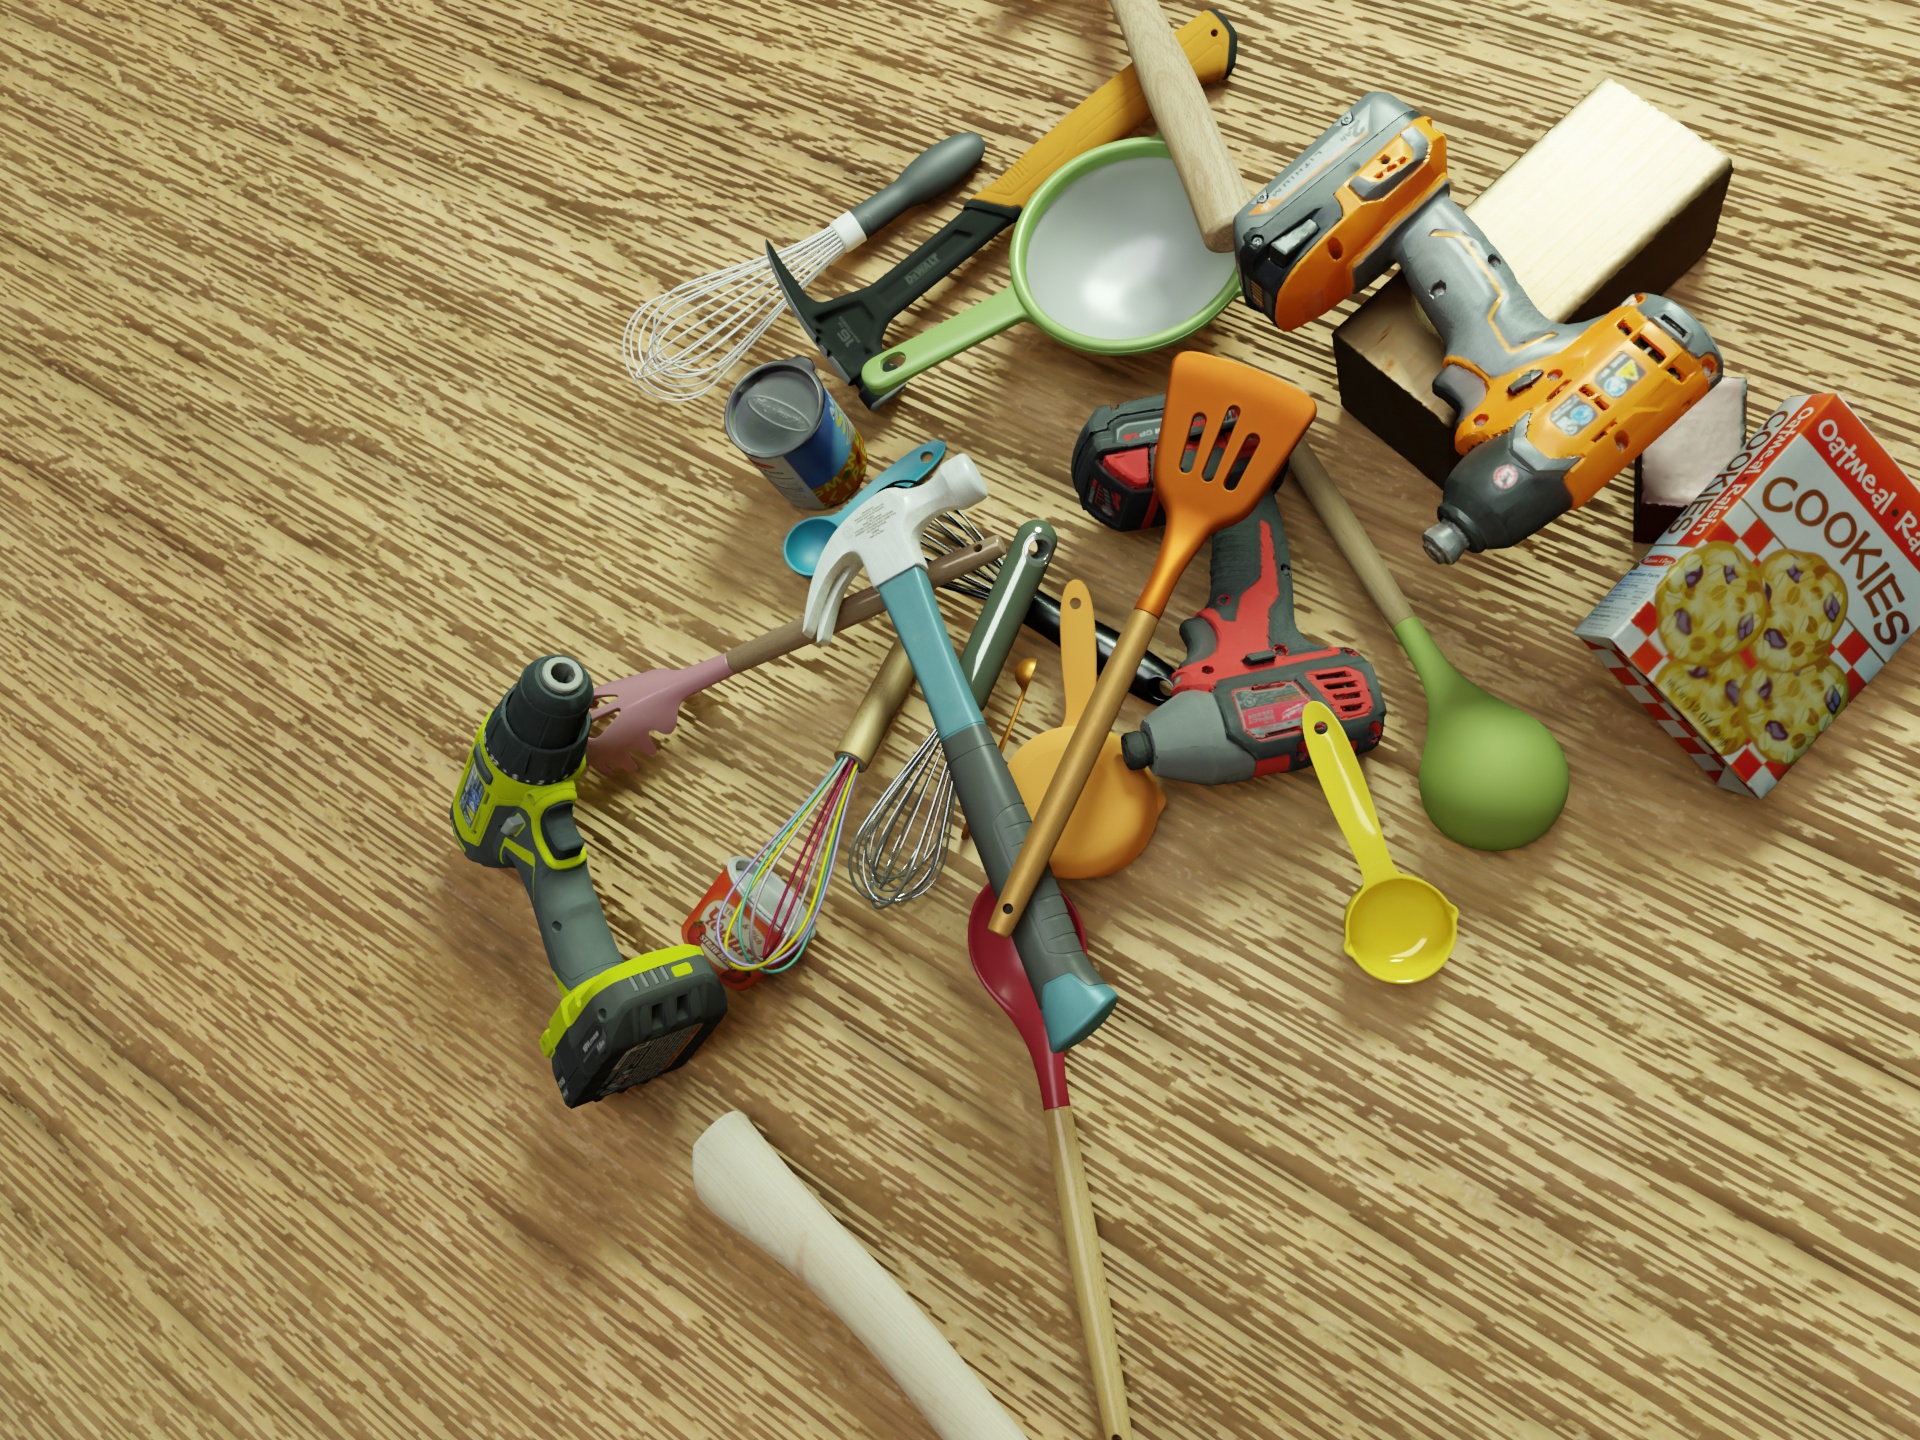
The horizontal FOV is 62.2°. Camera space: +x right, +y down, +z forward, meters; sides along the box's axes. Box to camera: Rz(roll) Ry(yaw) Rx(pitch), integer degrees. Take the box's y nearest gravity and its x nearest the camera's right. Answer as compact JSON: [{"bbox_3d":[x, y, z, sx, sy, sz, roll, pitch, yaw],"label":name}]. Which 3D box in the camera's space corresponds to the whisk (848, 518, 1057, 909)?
[{"bbox_3d":[-0.001,-0.003,0.926,0.057,0.059,0.246,23,93,-21],"label":"whisk"}]

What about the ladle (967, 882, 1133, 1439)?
[{"bbox_3d":[0.059,0.237,0.866,0.069,0.031,0.316,-16,72,18],"label":"ladle"}]

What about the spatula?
[{"bbox_3d":[0.086,-0.036,0.830,0.081,0.041,0.322,24,83,11],"label":"spatula"}]

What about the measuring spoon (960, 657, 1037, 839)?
[{"bbox_3d":[0.019,0.016,0.930,0.011,0.021,0.117,22,102,0],"label":"measuring spoon"}]

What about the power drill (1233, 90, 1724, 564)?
[{"bbox_3d":[0.243,-0.195,0.813,0.164,0.084,0.227,-43,72,2],"label":"power drill"}]

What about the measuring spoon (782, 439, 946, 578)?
[{"bbox_3d":[-0.058,-0.135,1.022,0.128,0.021,0.042,-40,67,-7],"label":"measuring spoon"}]

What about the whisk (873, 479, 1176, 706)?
[{"bbox_3d":[0.038,-0.075,0.958,0.239,0.055,0.055,34,86,18],"label":"whisk"}]

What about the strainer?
[{"bbox_3d":[0.063,-0.255,0.986,0.256,0.069,0.152,-25,66,7],"label":"strainer"}]

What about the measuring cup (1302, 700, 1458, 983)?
[{"bbox_3d":[0.214,0.063,0.844,0.062,0.029,0.156,-21,88,8],"label":"measuring cup"}]

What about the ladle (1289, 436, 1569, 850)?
[{"bbox_3d":[0.239,-0.069,0.901,0.078,0.062,0.320,-25,61,2],"label":"ladle"}]

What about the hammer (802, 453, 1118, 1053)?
[{"bbox_3d":[0.008,0.019,0.875,0.128,0.033,0.331,-27,71,14],"label":"hammer"}]

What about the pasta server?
[{"bbox_3d":[-0.113,-0.044,0.977,0.316,0.040,0.060,-22,69,16],"label":"pasta server"}]

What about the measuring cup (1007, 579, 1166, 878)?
[{"bbox_3d":[0.063,0.004,0.899,0.095,0.052,0.173,-3,88,18],"label":"measuring cup"}]

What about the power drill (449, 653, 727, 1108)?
[{"bbox_3d":[-0.222,0.089,0.922,0.080,0.190,0.229,-15,68,-35],"label":"power drill"}]

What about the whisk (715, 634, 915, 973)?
[{"bbox_3d":[-0.069,0.042,0.919,0.051,0.047,0.245,36,57,-16],"label":"whisk"}]

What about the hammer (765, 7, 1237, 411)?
[{"bbox_3d":[0.035,-0.351,1.027,0.337,0.034,0.127,-38,96,-1],"label":"hammer"}]

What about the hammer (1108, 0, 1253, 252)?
[{"bbox_3d":[0.124,-0.409,0.980,0.130,0.031,0.332,-17,58,5],"label":"hammer"}]

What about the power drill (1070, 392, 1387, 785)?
[{"bbox_3d":[0.138,-0.071,0.893,0.143,0.078,0.220,-13,72,-6],"label":"power drill"}]

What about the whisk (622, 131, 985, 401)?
[{"bbox_3d":[-0.101,-0.308,1.066,0.284,0.070,0.070,-34,67,-1],"label":"whisk"}]

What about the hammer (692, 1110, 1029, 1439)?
[{"bbox_3d":[0.005,0.353,0.834,0.411,0.038,0.146,42,98,25],"label":"hammer"}]
